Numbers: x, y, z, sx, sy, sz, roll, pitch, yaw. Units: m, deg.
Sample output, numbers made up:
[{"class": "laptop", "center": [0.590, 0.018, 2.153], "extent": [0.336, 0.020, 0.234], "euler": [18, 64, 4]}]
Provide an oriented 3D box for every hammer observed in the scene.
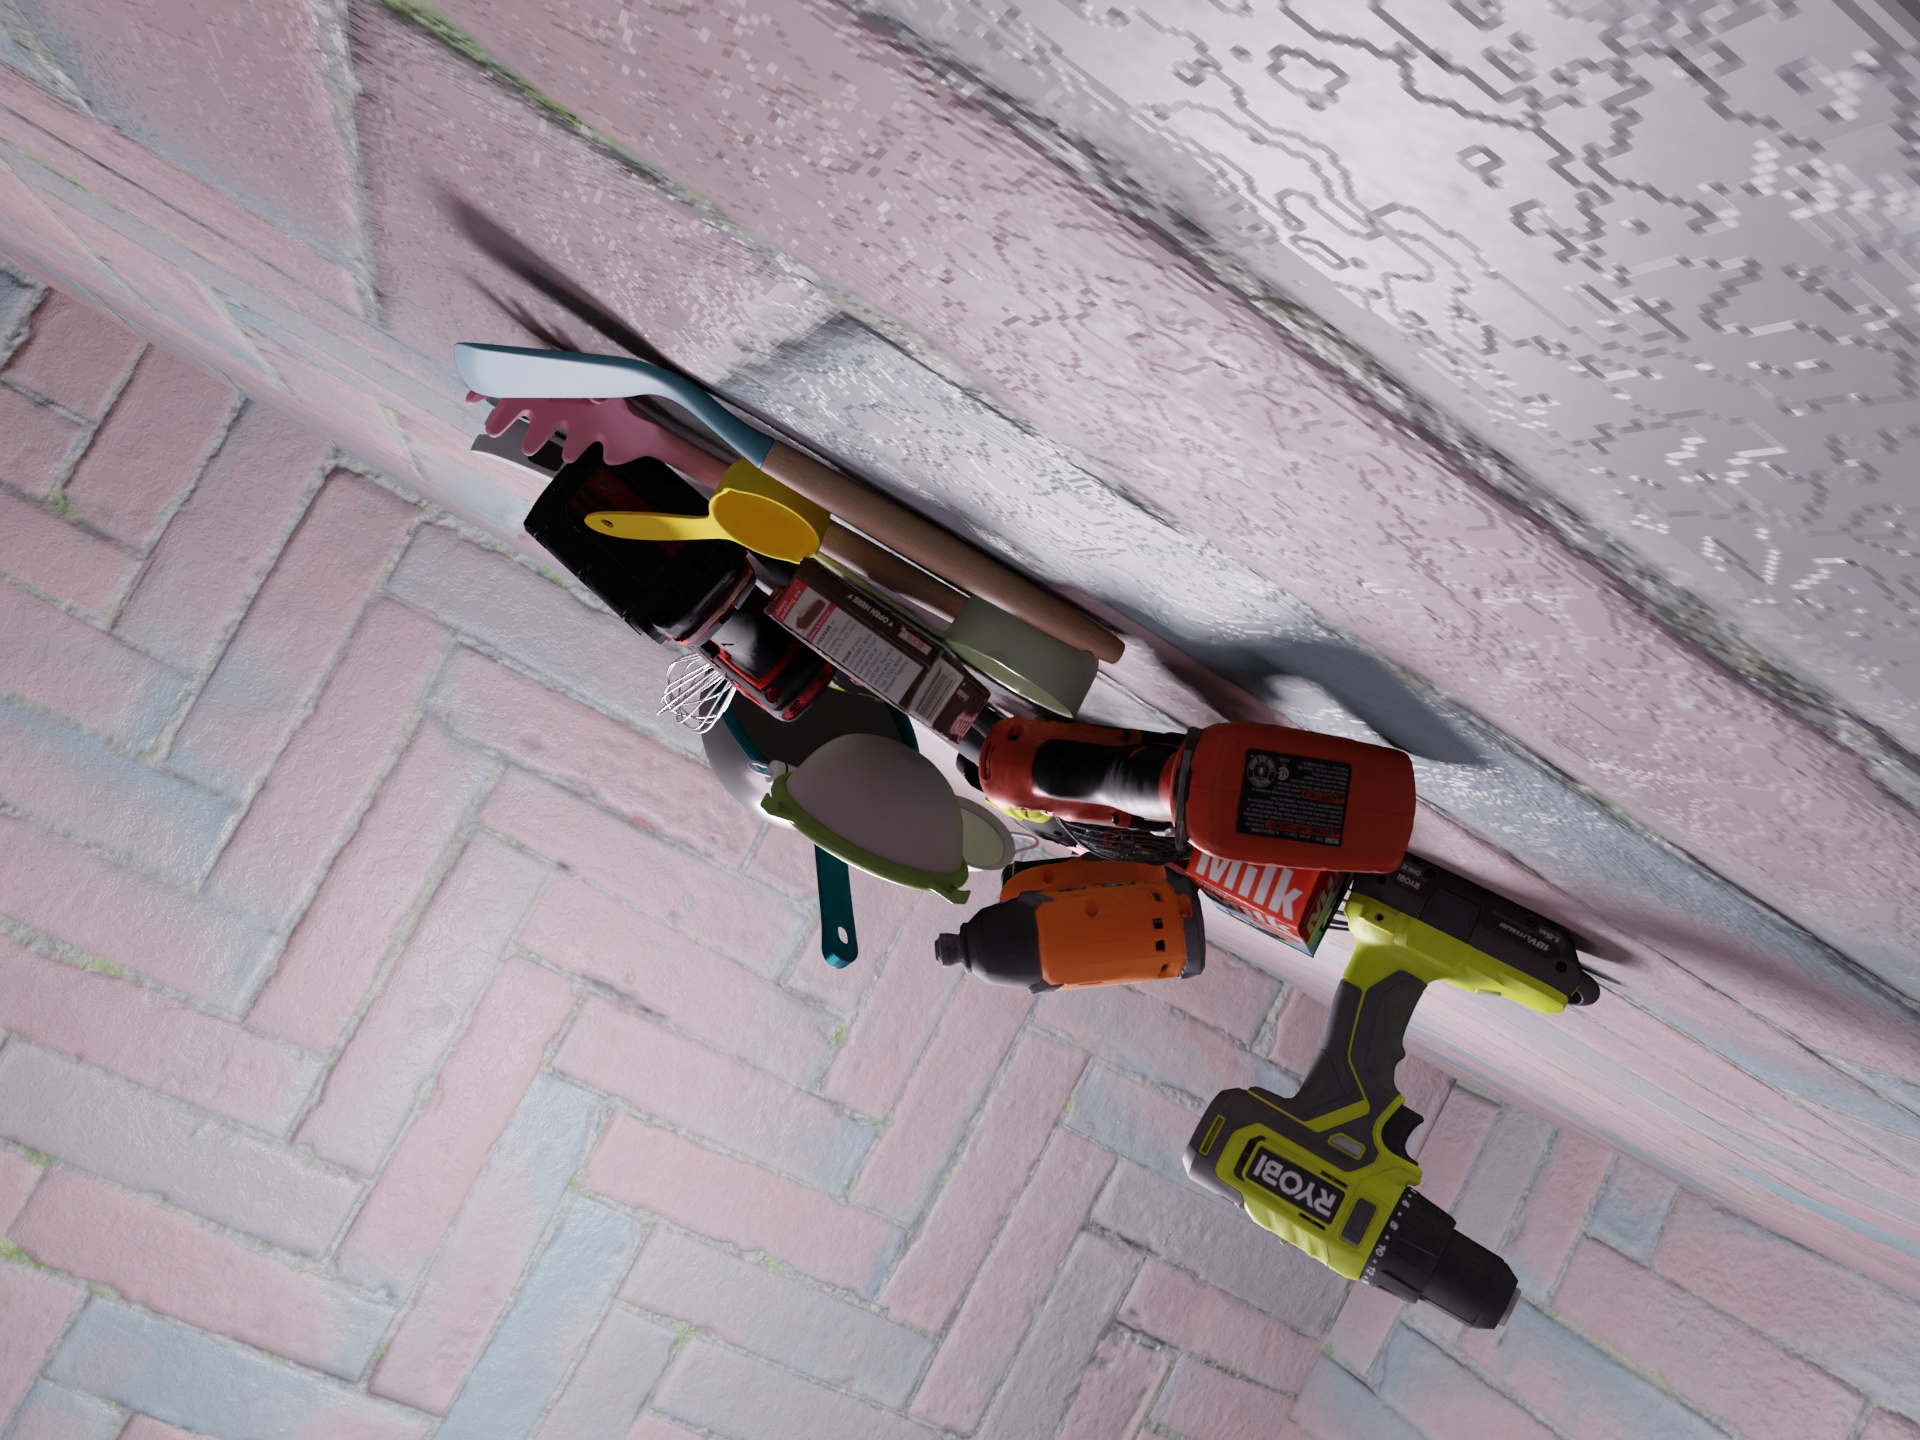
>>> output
[{"class": "hammer", "center": [-0.249, -0.148, 1.237], "extent": [0.146, 0.035, 0.334], "euler": [26, 175, 17]}]

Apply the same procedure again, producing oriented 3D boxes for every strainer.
[{"class": "strainer", "center": [-0.048, 0.040, 1.149], "extent": [0.151, 0.069, 0.256], "euler": [26, -167, -3]}, {"class": "strainer", "center": [-0.132, 0.065, 1.277], "extent": [0.210, 0.095, 0.341], "euler": [24, -139, -35]}, {"class": "strainer", "center": [-0.054, 0.074, 1.238], "extent": [0.258, 0.050, 0.087], "euler": [22, -150, -30]}]

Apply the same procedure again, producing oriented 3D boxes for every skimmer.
[{"class": "skimmer", "center": [0.021, -0.029, 0.979], "extent": [0.363, 0.090, 0.127], "euler": [41, -176, -16]}]

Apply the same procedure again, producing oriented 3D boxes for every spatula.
[{"class": "spatula", "center": [-0.068, -0.096, 0.709], "extent": [0.317, 0.044, 0.082], "euler": [28, 171, -9]}]

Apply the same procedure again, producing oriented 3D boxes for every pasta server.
[{"class": "pasta server", "center": [-0.099, -0.105, 0.821], "extent": [0.316, 0.040, 0.060], "euler": [28, 145, -14]}]

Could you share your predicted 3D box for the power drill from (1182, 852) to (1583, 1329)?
[{"class": "power drill", "center": [0.259, 0.209, 0.906], "extent": [0.191, 0.228, 0.080], "euler": [26, 175, 23]}]

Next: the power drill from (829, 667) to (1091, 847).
[{"class": "power drill", "center": [-0.002, -0.004, 1.109], "extent": [0.223, 0.080, 0.171], "euler": [33, 175, -14]}]

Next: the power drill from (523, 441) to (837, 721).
[{"class": "power drill", "center": [-0.161, -0.081, 0.951], "extent": [0.143, 0.078, 0.219], "euler": [41, 176, 18]}]

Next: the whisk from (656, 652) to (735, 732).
[{"class": "whisk", "center": [-0.153, -0.049, 1.124], "extent": [0.246, 0.058, 0.059], "euler": [-32, 82, 50]}]

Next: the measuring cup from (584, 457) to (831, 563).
[{"class": "measuring cup", "center": [-0.129, -0.107, 0.794], "extent": [0.156, 0.029, 0.062], "euler": [5, 153, 36]}]

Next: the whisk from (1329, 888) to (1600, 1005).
[{"class": "whisk", "center": [0.296, 0.132, 1.035], "extent": [0.239, 0.055, 0.055], "euler": [20, 171, 31]}]

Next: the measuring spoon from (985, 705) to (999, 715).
[{"class": "measuring spoon", "center": [-0.013, -0.020, 1.295], "extent": [0.128, 0.021, 0.042], "euler": [31, 174, -34]}]

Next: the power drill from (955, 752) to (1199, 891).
[{"class": "power drill", "center": [0.107, 0.085, 1.328], "extent": [0.188, 0.080, 0.226], "euler": [26, 176, 26]}]

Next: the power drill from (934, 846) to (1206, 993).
[{"class": "power drill", "center": [0.070, 0.135, 1.051], "extent": [0.164, 0.084, 0.226], "euler": [-6, 178, 3]}]

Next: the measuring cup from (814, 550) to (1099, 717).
[{"class": "measuring cup", "center": [-0.005, -0.059, 0.792], "extent": [0.168, 0.038, 0.083], "euler": [32, 177, 14]}]
